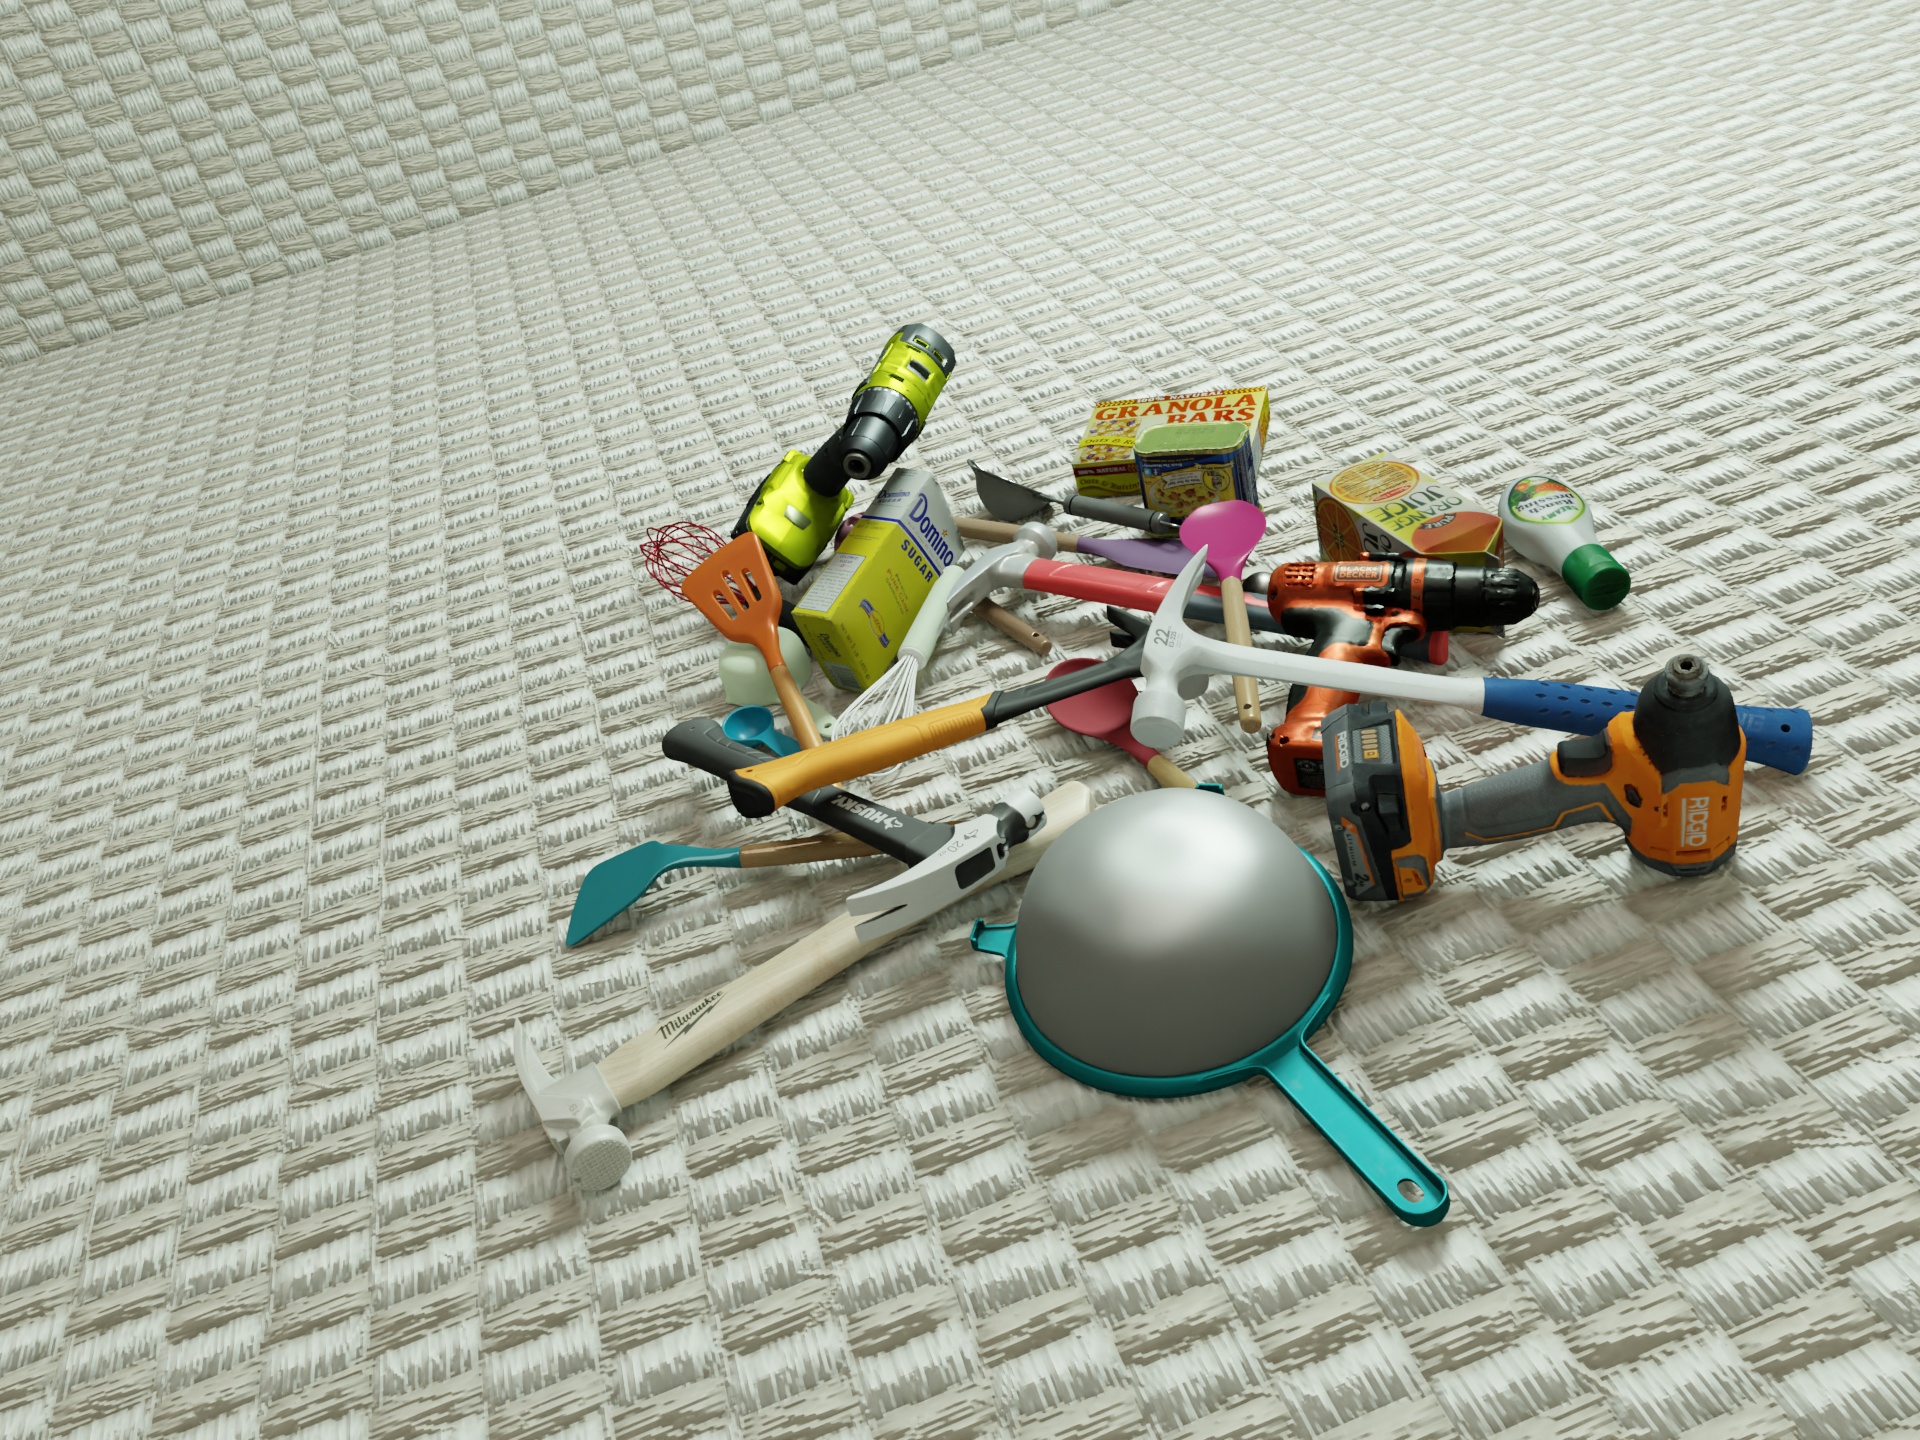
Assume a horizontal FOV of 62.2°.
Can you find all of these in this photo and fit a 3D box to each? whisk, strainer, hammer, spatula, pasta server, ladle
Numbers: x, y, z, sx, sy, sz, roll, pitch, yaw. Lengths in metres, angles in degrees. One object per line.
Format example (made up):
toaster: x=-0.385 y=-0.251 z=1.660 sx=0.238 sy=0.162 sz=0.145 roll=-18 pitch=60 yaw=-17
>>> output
whisk: x=-0.040 y=-0.043 z=1.256 sx=0.059 sy=0.057 sz=0.246 roll=27 pitch=47 yaw=-2
strainer: x=0.147 y=0.138 z=0.884 sx=0.211 sy=0.095 sz=0.341 roll=-30 pitch=38 yaw=-12
hammer: x=0.177 y=-0.084 z=1.222 sx=0.386 sy=0.038 sz=0.143 roll=13 pitch=39 yaw=31
hammer: x=-0.002 y=-0.004 z=1.107 sx=0.337 sy=0.034 sz=0.127 roll=-18 pitch=27 yaw=-17
spatula: x=0.081 y=-0.157 z=1.381 sx=0.316 sy=0.018 sz=0.060 roll=11 pitch=36 yaw=23
whisk: x=-0.194 y=-0.115 z=1.420 sx=0.073 sy=0.073 sz=0.296 roll=-36 pitch=44 yaw=-26
pasta server: x=-0.019 y=-0.120 z=1.385 sx=0.060 sy=0.040 sz=0.316 roll=-31 pitch=41 yaw=-21
ladle: x=0.149 y=0.041 z=1.091 sx=0.069 sy=0.031 sz=0.316 roll=-24 pitch=37 yaw=-15
spatula: x=-0.141 y=-0.027 z=1.242 sx=0.081 sy=0.041 sz=0.323 roll=-36 pitch=47 yaw=7
hammer: x=0.317 y=-0.022 z=1.002 sx=0.405 sy=0.035 sz=0.144 roll=9 pitch=58 yaw=7
hammer: x=-0.089 y=0.145 z=1.034 sx=0.410 sy=0.038 sz=0.146 roll=-29 pitch=35 yaw=-19
strainer: x=0.092 y=-0.191 z=1.412 sx=0.259 sy=0.050 sz=0.086 roll=19 pitch=3 yaw=42
spatula: x=-0.126 y=0.101 z=1.123 sx=0.317 sy=0.044 sz=0.082 roll=-7 pitch=35 yaw=5
hammer: x=-0.107 y=0.056 z=1.109 sx=0.146 sy=0.035 sz=0.335 roll=-35 pitch=36 yaw=-31

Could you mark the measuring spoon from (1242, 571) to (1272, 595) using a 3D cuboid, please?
measuring spoon: x=0.270 y=-0.110 z=1.234 sx=0.124 sy=0.018 sz=0.034 roll=-4 pitch=37 yaw=42

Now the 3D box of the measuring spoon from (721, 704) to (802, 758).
measuring spoon: x=-0.136 y=0.026 z=1.240 sx=0.129 sy=0.021 sz=0.042 roll=30 pitch=55 yaw=35

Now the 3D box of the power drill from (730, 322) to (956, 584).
power drill: x=-0.103 y=-0.220 z=1.368 sx=0.228 sy=0.080 sz=0.191 roll=-41 pitch=18 yaw=41

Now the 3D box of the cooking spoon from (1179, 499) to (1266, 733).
cooking spoon: x=0.201 y=-0.086 z=1.169 sx=0.069 sy=0.017 sz=0.319 roll=-9 pitch=33 yaw=11

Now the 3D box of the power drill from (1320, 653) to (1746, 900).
power drill: x=0.327 y=0.030 z=0.913 sx=0.226 sy=0.164 sz=0.084 roll=-7 pitch=49 yaw=16

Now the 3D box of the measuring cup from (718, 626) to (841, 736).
measuring cup: x=-0.143 y=-0.032 z=1.296 sx=0.083 sy=0.038 sz=0.168 roll=-29 pitch=35 yaw=-19
